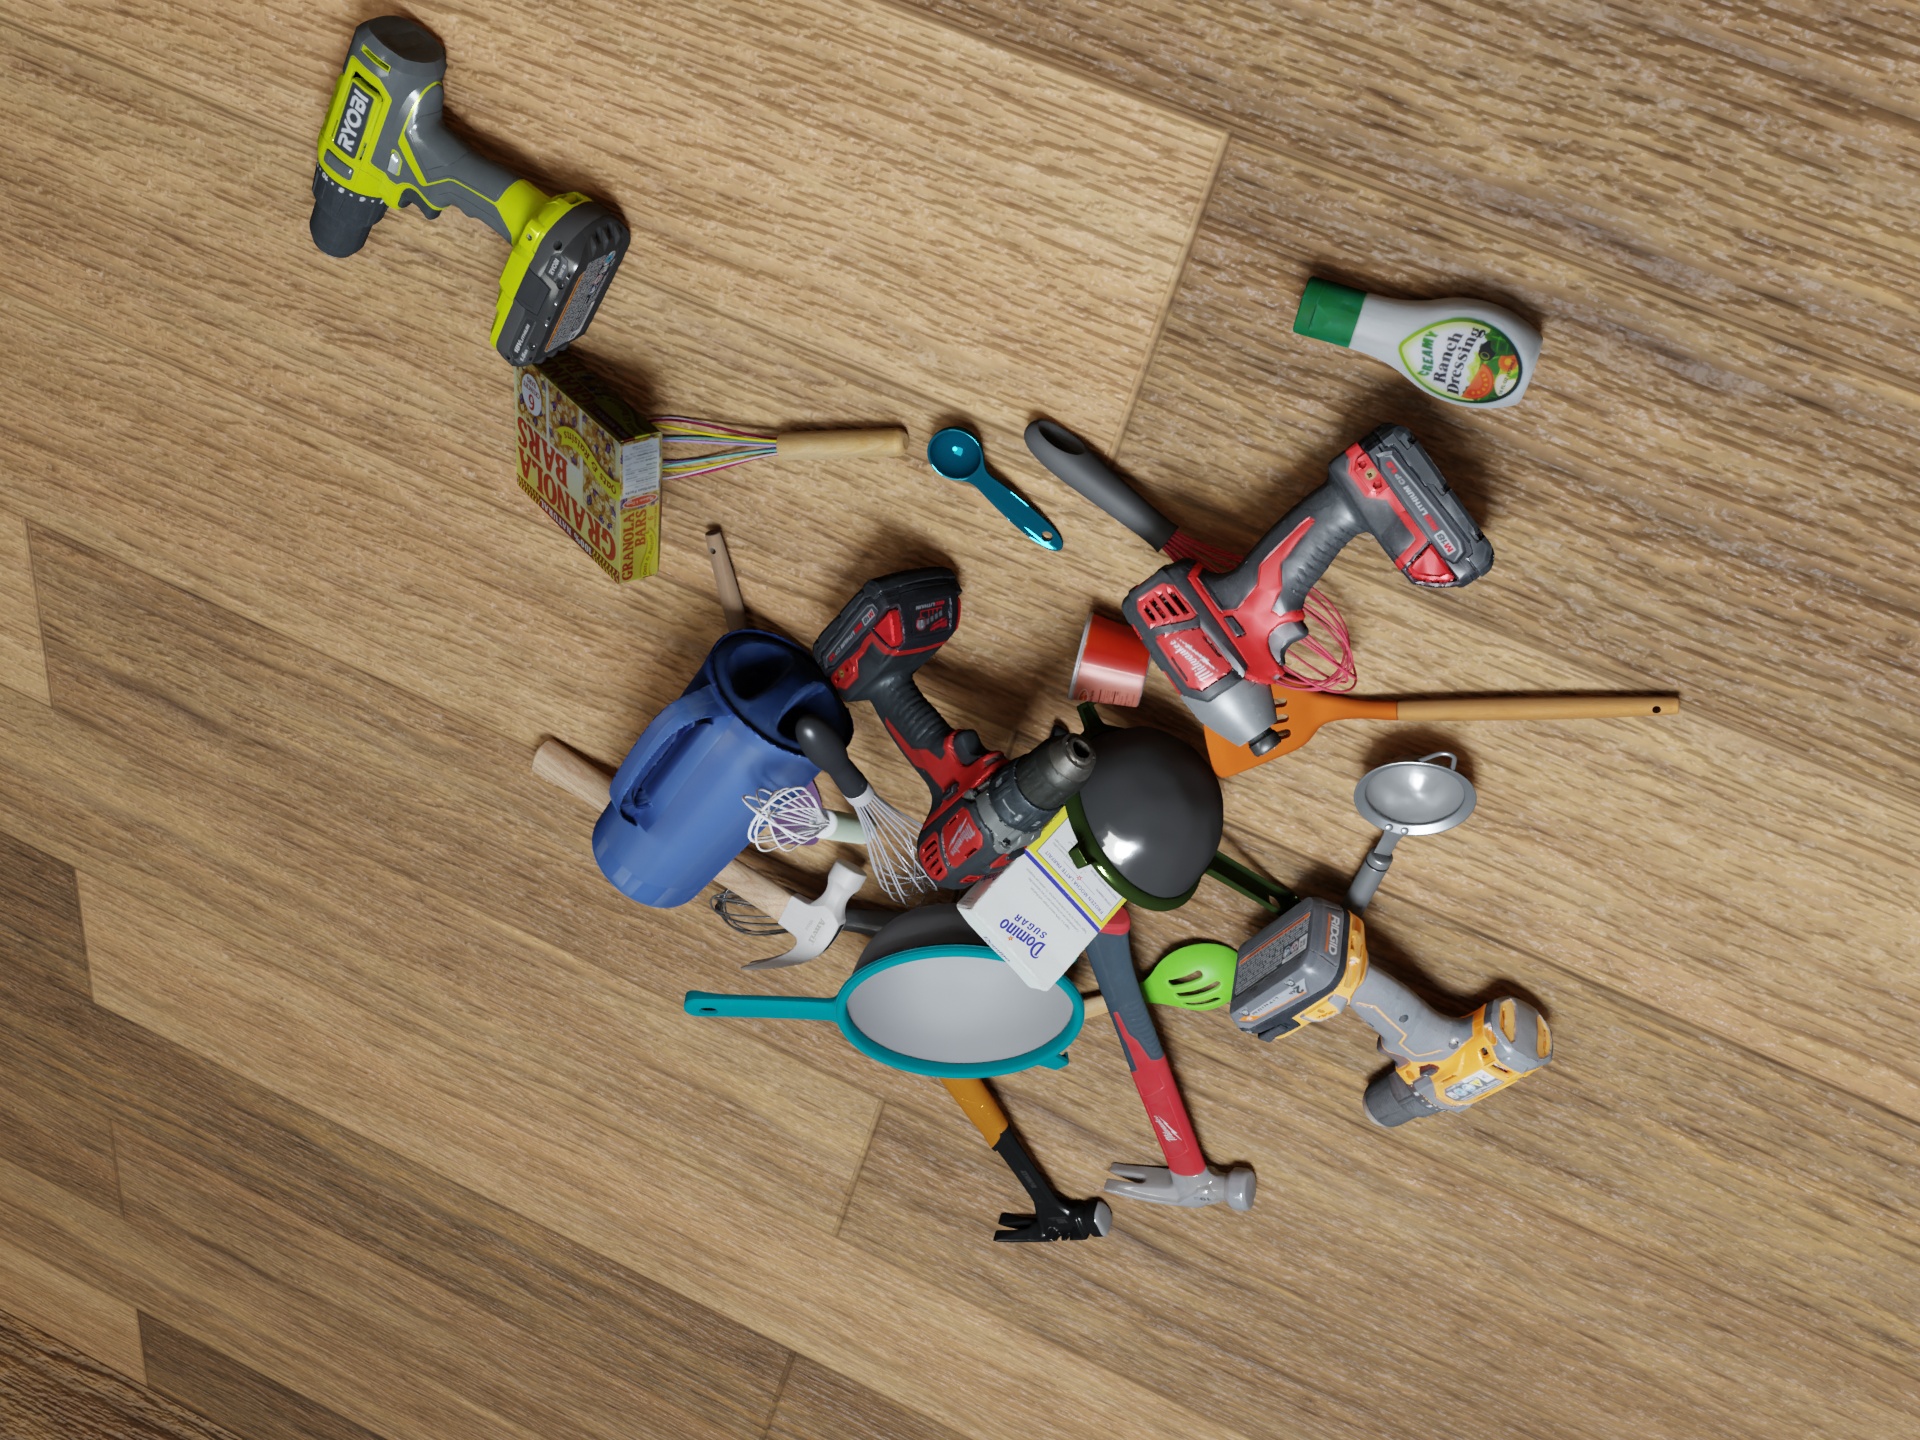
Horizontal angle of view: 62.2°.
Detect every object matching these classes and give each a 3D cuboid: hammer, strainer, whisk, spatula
[{"bbox_3d":[-0.252,0.114,1.444,0.331,0.031,0.130,30,97,13],"label":"hammer"},{"bbox_3d":[0.021,0.382,1.523,0.127,0.034,0.336,-14,119,30],"label":"hammer"},{"bbox_3d":[0.190,0.086,1.211,0.256,0.152,0.069,31,136,-27],"label":"strainer"},{"bbox_3d":[-0.157,-0.210,1.209,0.245,0.051,0.047,2,117,19],"label":"whisk"},{"bbox_3d":[0.149,0.297,1.393,0.143,0.038,0.385,-2,128,28],"label":"hammer"},{"bbox_3d":[-0.115,0.083,1.289,0.059,0.246,0.058,34,93,16],"label":"whisk"},{"bbox_3d":[0.162,-0.116,1.125,0.296,0.073,0.073,39,129,2],"label":"whisk"},{"bbox_3d":[-0.171,-0.019,1.358,0.060,0.018,0.315,1,123,20],"label":"spatula"},{"bbox_3d":[-0.071,0.071,1.280,0.070,0.070,0.284,2,150,22],"label":"whisk"},{"bbox_3d":[0.321,0.098,1.212,0.087,0.050,0.258,14,133,0],"label":"strainer"},{"bbox_3d":[-0.064,0.217,1.371,0.340,0.095,0.210,1,139,2],"label":"strainer"},{"bbox_3d":[-0.116,0.182,1.455,0.239,0.055,0.055,7,125,14],"label":"whisk"},{"bbox_3d":[0.337,-0.003,1.135,0.322,0.041,0.081,-1,114,23],"label":"spatula"}]

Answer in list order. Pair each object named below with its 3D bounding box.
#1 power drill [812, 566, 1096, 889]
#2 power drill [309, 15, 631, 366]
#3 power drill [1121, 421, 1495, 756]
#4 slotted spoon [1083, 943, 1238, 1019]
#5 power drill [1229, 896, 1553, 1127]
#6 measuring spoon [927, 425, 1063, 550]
[{"bbox_3d":[-0.002,-0.004,1.185,0.188,0.080,0.227,-43,70,45],"label":"power drill"},{"bbox_3d":[-0.374,-0.370,1.173,0.228,0.080,0.190,39,128,-2],"label":"power drill"},{"bbox_3d":[0.230,-0.082,1.045,0.219,0.078,0.143,-35,85,17],"label":"power drill"},{"bbox_3d":[0.114,0.258,1.419,0.314,0.031,0.070,-23,116,35],"label":"slotted spoon"},{"bbox_3d":[0.326,0.247,1.275,0.226,0.084,0.185,28,138,-12],"label":"power drill"},{"bbox_3d":[0.030,-0.172,1.174,0.128,0.021,0.042,40,128,-18],"label":"measuring spoon"}]
